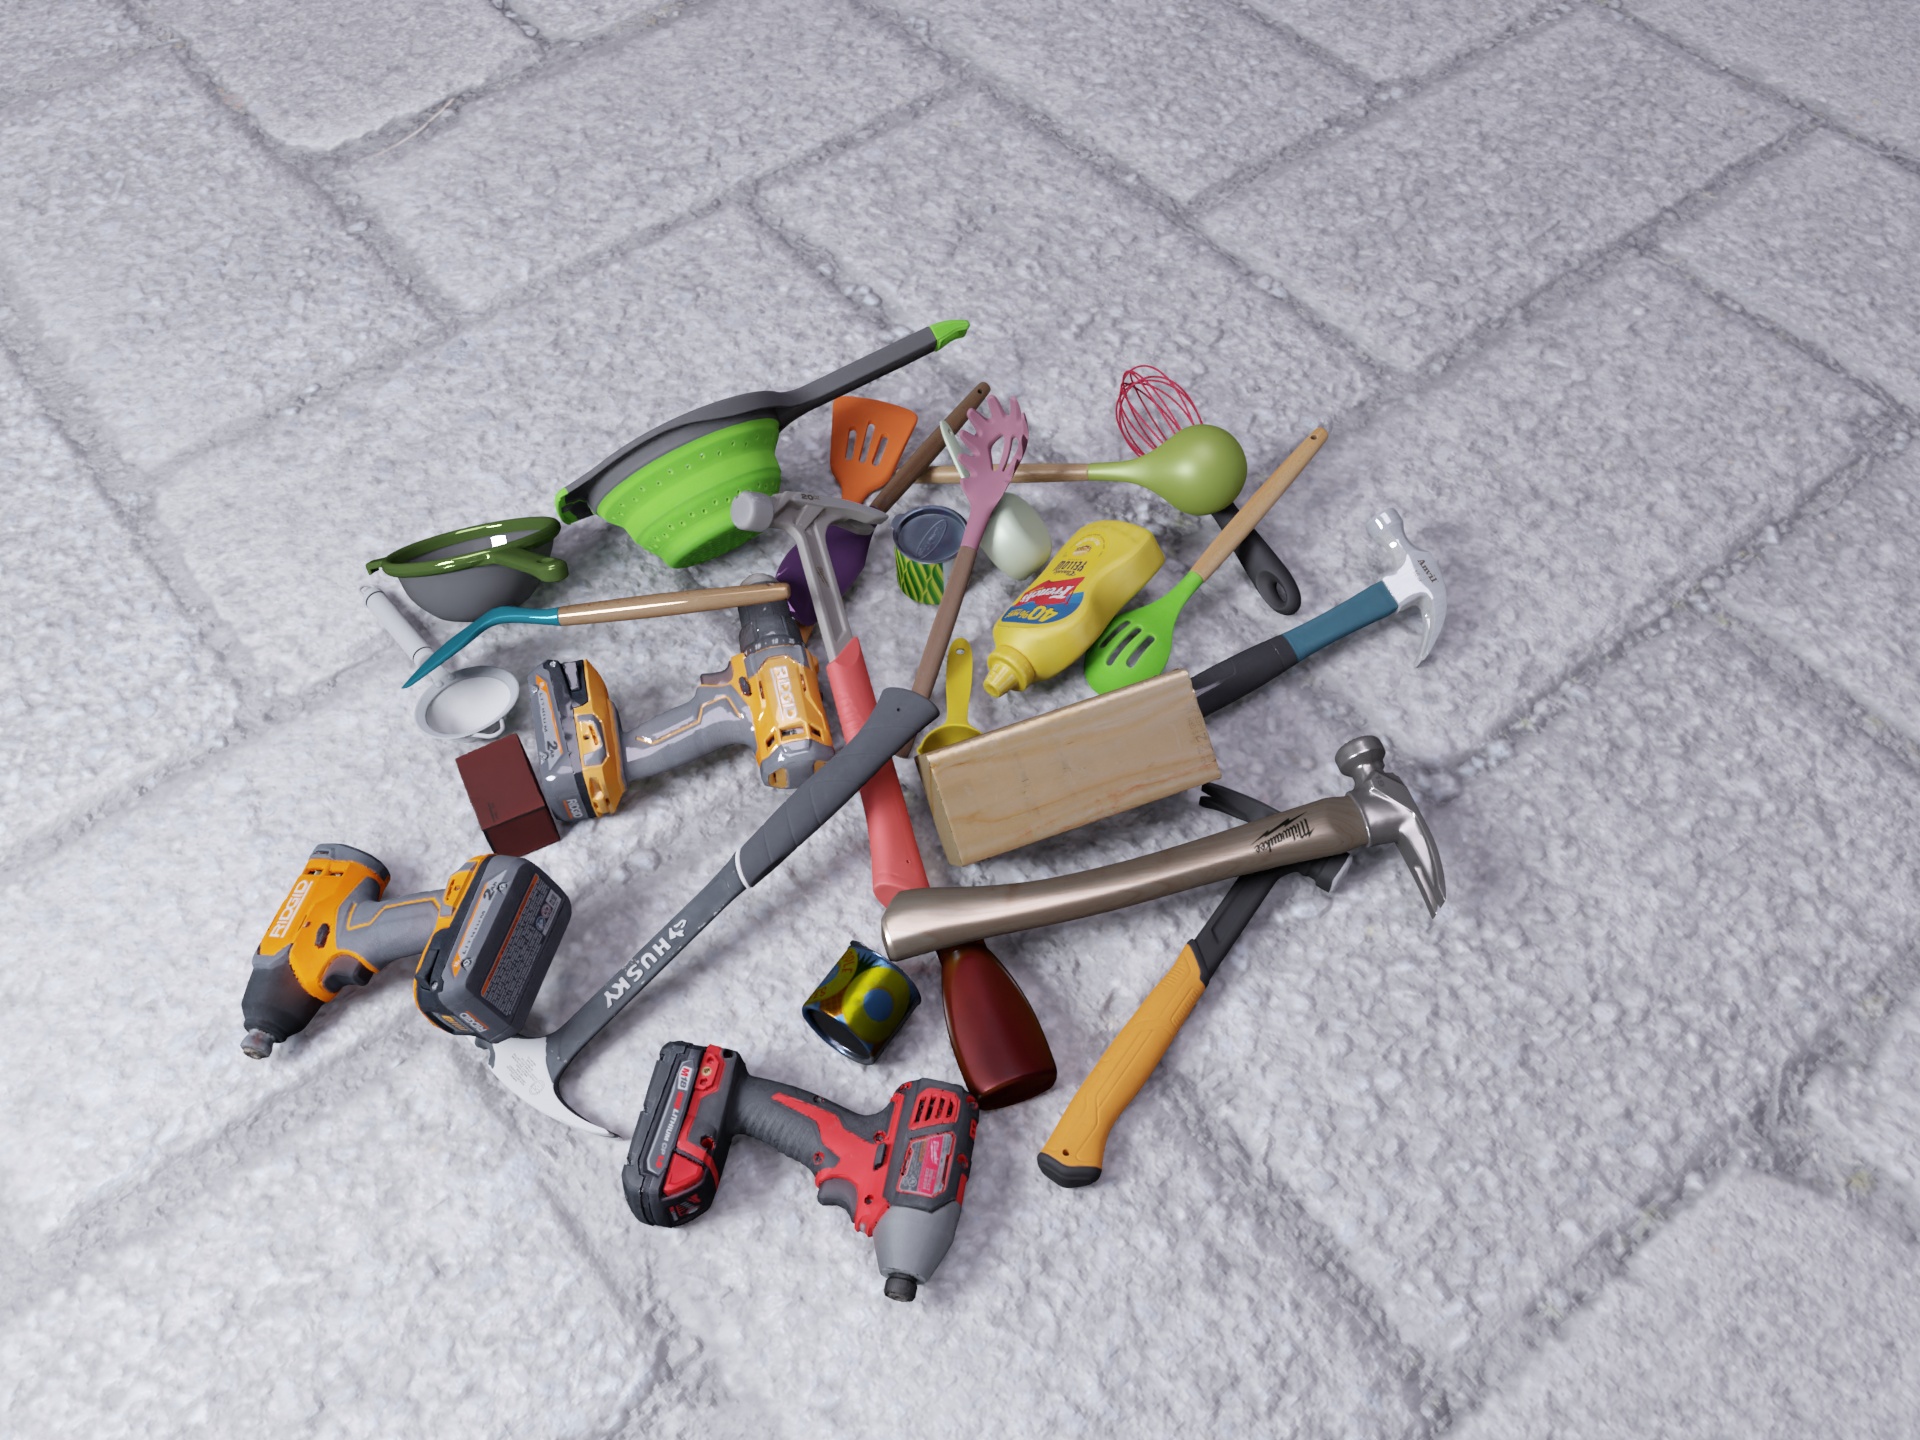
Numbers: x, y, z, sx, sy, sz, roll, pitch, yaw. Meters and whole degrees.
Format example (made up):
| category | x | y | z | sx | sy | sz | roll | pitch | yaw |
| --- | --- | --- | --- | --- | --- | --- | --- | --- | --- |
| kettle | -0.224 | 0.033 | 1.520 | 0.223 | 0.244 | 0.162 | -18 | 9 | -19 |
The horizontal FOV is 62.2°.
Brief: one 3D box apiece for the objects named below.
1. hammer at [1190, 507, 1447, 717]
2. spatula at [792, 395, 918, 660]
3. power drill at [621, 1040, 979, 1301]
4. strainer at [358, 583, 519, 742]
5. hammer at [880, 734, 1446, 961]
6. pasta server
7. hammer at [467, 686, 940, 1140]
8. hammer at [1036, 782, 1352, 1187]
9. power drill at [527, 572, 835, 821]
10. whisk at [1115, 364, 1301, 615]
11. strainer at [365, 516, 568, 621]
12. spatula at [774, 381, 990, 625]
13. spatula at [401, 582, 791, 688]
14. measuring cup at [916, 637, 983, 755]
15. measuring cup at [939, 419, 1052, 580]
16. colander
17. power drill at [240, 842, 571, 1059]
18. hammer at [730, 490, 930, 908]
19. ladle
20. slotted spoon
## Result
| category | x | y | z | sx | sy | sz | roll | pitch | yaw |
| --- | --- | --- | --- | --- | --- | --- | --- | --- | --- |
| hammer | 0.258 | -0.054 | 1.311 | 0.331 | 0.033 | 0.128 | -27 | 75 | -12 |
| spatula | -0.115 | -0.155 | 1.399 | 0.081 | 0.041 | 0.323 | 13 | 57 | 4 |
| power drill | -0.105 | 0.299 | 1.062 | 0.219 | 0.078 | 0.143 | 10 | 56 | 4 |
| strainer | -0.442 | -0.046 | 1.332 | 0.087 | 0.050 | 0.259 | -33 | 55 | -23 |
| hammer | 0.146 | 0.120 | 1.158 | 0.410 | 0.038 | 0.146 | -13 | 58 | -10 |
| pasta server | -0.005 | -0.120 | 1.314 | 0.060 | 0.040 | 0.316 | 11 | 75 | 29 |
| hammer | -0.169 | 0.125 | 1.154 | 0.409 | 0.036 | 0.149 | -44 | 67 | -10 |
| hammer | 0.152 | 0.191 | 1.154 | 0.127 | 0.034 | 0.337 | 30 | 61 | 19 |
| power drill | -0.224 | -0.022 | 1.272 | 0.226 | 0.084 | 0.185 | -11 | 65 | -9 |
| whisk | 0.220 | -0.208 | 1.421 | 0.073 | 0.073 | 0.296 | -22 | 62 | -14 |
| strainer | -0.377 | -0.114 | 1.315 | 0.151 | 0.069 | 0.256 | -23 | 24 | -31 |
| spatula | -0.063 | -0.203 | 1.411 | 0.060 | 0.018 | 0.316 | 38 | 62 | 0 |
| spatula | -0.286 | -0.076 | 1.253 | 0.317 | 0.044 | 0.082 | -6 | 25 | 8 |
| measuring cup | -0.002 | -0.004 | 1.303 | 0.062 | 0.029 | 0.157 | 1 | 48 | 2 |
| measuring cup | 0.029 | -0.201 | 1.386 | 0.038 | 0.083 | 0.168 | -33 | 72 | 27 |
| colander | -0.151 | -0.231 | 1.385 | 0.397 | 0.204 | 0.094 | -28 | 90 | -10 |
| power drill | -0.405 | 0.169 | 1.128 | 0.226 | 0.084 | 0.164 | -1 | 53 | 26 |
| hammer | -0.078 | -0.020 | 1.262 | 0.149 | 0.036 | 0.359 | 3 | 62 | -44 |
| ladle | 0.094 | -0.220 | 1.411 | 0.320 | 0.078 | 0.062 | 3 | 9 | 24 |
| slotted spoon | 0.214 | -0.141 | 1.350 | 0.070 | 0.031 | 0.314 | 34 | 73 | 28 |
